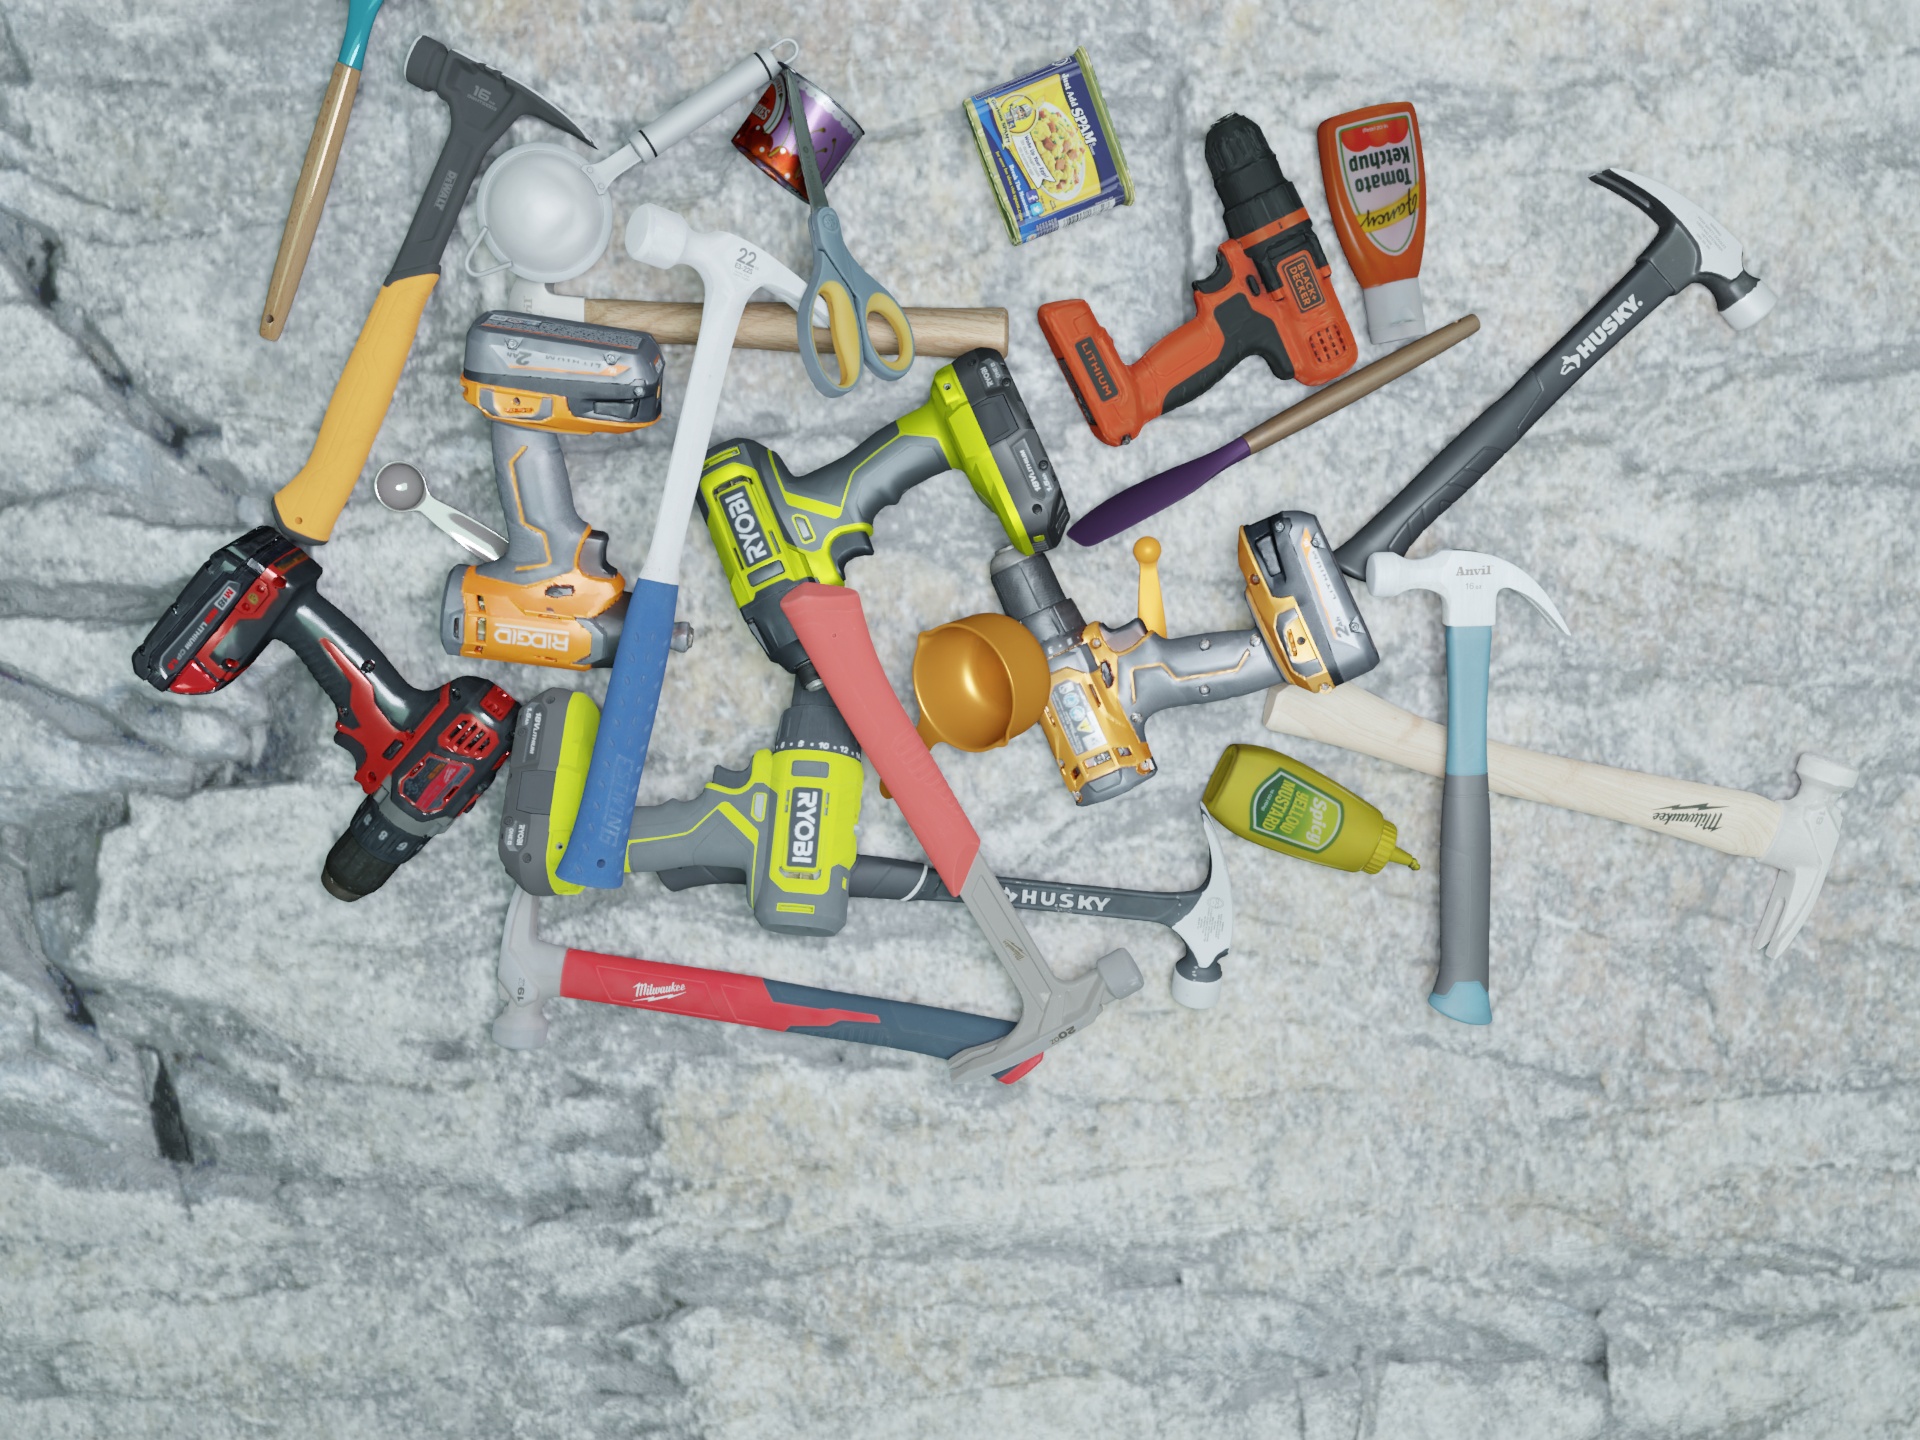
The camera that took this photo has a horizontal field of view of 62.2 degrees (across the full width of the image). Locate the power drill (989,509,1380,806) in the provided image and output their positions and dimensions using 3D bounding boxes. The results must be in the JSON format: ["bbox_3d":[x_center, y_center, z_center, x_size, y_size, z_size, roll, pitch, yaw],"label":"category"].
[{"bbox_3d":[0.140,-0.066,1.059,0.226,0.084,0.185,-25,90,16],"label":"power drill"}]

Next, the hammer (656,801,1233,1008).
[{"bbox_3d":[-0.012,0.111,1.106,0.409,0.036,0.149,6,113,1],"label":"hammer"}]

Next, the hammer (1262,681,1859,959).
[{"bbox_3d":[0.410,0.050,1.114,0.410,0.038,0.146,14,100,-3],"label":"hammer"}]

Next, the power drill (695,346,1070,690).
[{"bbox_3d":[-0.049,-0.132,1.040,0.223,0.080,0.171,-24,79,5],"label":"power drill"}]

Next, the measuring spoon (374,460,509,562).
[{"bbox_3d":[-0.342,-0.134,1.086,0.124,0.018,0.034,35,96,-13],"label":"measuring spoon"}]

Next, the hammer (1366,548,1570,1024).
[{"bbox_3d":[0.342,0.048,1.080,0.128,0.033,0.331,-2,101,2],"label":"hammer"}]

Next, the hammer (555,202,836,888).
[{"bbox_3d":[-0.178,-0.095,0.981,0.144,0.035,0.405,11,95,-39],"label":"hammer"}]

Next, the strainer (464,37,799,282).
[{"bbox_3d":[-0.210,-0.362,1.012,0.258,0.050,0.087,-36,102,-5],"label":"strainer"}]

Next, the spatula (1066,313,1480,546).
[{"bbox_3d":[0.210,-0.195,1.059,0.316,0.060,0.018,-29,117,-6],"label":"spatula"}]

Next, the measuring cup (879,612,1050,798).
[{"bbox_3d":[-0.002,-0.003,1.077,0.095,0.052,0.173,52,135,14],"label":"measuring cup"}]

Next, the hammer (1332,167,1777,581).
[{"bbox_3d":[0.377,-0.218,1.073,0.335,0.035,0.146,-44,98,6],"label":"hammer"}]

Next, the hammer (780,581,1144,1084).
[{"bbox_3d":[-0.022,0.071,1.038,0.149,0.037,0.358,-29,109,5],"label":"hammer"}]

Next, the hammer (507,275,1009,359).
[{"bbox_3d":[-0.133,-0.265,1.058,0.331,0.031,0.130,1,99,-2],"label":"hammer"}]

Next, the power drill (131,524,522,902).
[{"bbox_3d":[-0.430,0.002,1.067,0.226,0.080,0.188,40,103,-14],"label":"power drill"}]

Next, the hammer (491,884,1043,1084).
[{"bbox_3d":[-0.129,0.186,1.124,0.386,0.038,0.143,9,97,-2],"label":"hammer"}]

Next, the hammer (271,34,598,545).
[{"bbox_3d":[-0.365,-0.268,1.053,0.127,0.034,0.337,26,97,-4],"label":"hammer"}]

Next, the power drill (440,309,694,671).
[{"bbox_3d":[-0.248,-0.138,1.034,0.164,0.084,0.226,8,114,-7],"label":"power drill"}]

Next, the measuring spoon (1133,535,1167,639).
[{"bbox_3d":[0.133,-0.069,1.102,0.021,0.011,0.117,-5,98,0],"label":"measuring spoon"}]

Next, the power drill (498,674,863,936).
[{"bbox_3d":[-0.177,0.041,1.063,0.228,0.080,0.191,4,74,2],"label":"power drill"}]

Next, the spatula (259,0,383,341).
[{"bbox_3d":[-0.401,-0.399,1.039,0.082,0.044,0.317,22,102,-5],"label":"spatula"}]
